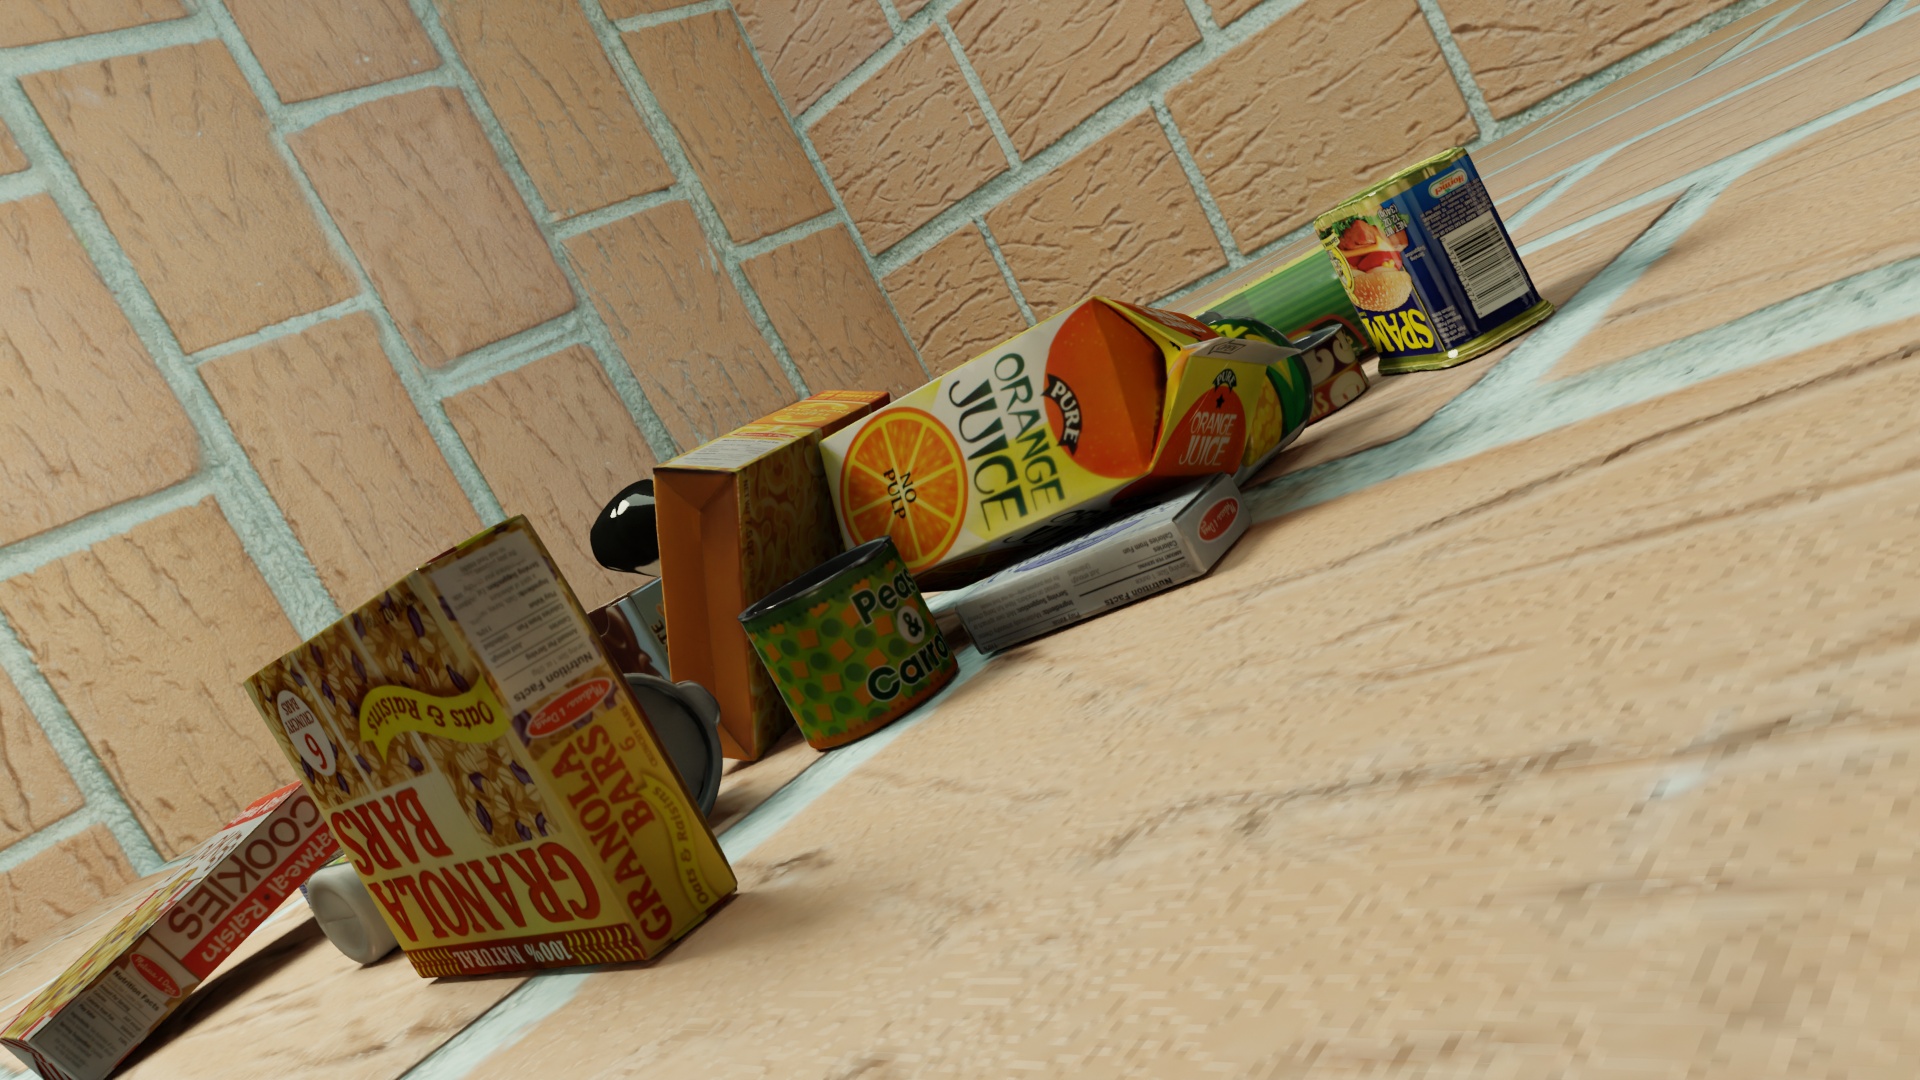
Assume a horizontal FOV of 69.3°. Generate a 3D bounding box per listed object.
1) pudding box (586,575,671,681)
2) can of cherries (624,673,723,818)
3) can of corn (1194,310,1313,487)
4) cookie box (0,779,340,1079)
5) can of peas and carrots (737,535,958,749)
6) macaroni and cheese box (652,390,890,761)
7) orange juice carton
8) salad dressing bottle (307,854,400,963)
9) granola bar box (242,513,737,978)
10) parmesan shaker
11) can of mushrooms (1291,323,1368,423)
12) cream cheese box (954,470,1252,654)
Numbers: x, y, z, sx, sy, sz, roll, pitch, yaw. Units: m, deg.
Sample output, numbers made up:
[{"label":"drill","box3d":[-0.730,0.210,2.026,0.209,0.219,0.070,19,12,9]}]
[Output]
[{"label":"pudding box","box3d":[-0.140,0.063,0.635,0.049,0.083,0.030,-25,6,31]},{"label":"can of cherries","box3d":[-0.124,0.081,0.510,0.072,0.071,0.058,-31,5,-23]},{"label":"can of corn","box3d":[0.109,-0.059,0.602,0.071,0.071,0.058,-22,10,46]},{"label":"cookie box","box3d":[-0.397,0.198,0.712,0.122,0.040,0.168,-22,23,47]},{"label":"can of peas and carrots","box3d":[-0.040,0.038,0.530,0.071,0.058,0.071,-28,7,4]},{"label":"macaroni and cheese box","box3d":[-0.075,0.008,0.626,0.040,0.123,0.167,4,18,18]},{"label":"orange juice carton","box3d":[0.039,-0.040,0.560,0.192,0.073,0.072,-24,-13,36]},{"label":"salad dressing bottle","box3d":[-0.214,0.128,0.624,0.064,0.044,0.148,-21,9,40]},{"label":"granola bar box","box3d":[-0.154,0.073,0.437,0.165,0.124,0.039,-22,9,46]},{"label":"parmesan shaker","box3d":[0.173,-0.112,0.781,0.103,0.071,0.071,-27,6,16]},{"label":"can of mushrooms","box3d":[0.161,-0.075,0.676,0.071,0.033,0.071,-27,7,3]},{"label":"cream cheese box","box3d":[0.052,0.009,0.517,0.103,0.024,0.053,-24,7,36]}]
